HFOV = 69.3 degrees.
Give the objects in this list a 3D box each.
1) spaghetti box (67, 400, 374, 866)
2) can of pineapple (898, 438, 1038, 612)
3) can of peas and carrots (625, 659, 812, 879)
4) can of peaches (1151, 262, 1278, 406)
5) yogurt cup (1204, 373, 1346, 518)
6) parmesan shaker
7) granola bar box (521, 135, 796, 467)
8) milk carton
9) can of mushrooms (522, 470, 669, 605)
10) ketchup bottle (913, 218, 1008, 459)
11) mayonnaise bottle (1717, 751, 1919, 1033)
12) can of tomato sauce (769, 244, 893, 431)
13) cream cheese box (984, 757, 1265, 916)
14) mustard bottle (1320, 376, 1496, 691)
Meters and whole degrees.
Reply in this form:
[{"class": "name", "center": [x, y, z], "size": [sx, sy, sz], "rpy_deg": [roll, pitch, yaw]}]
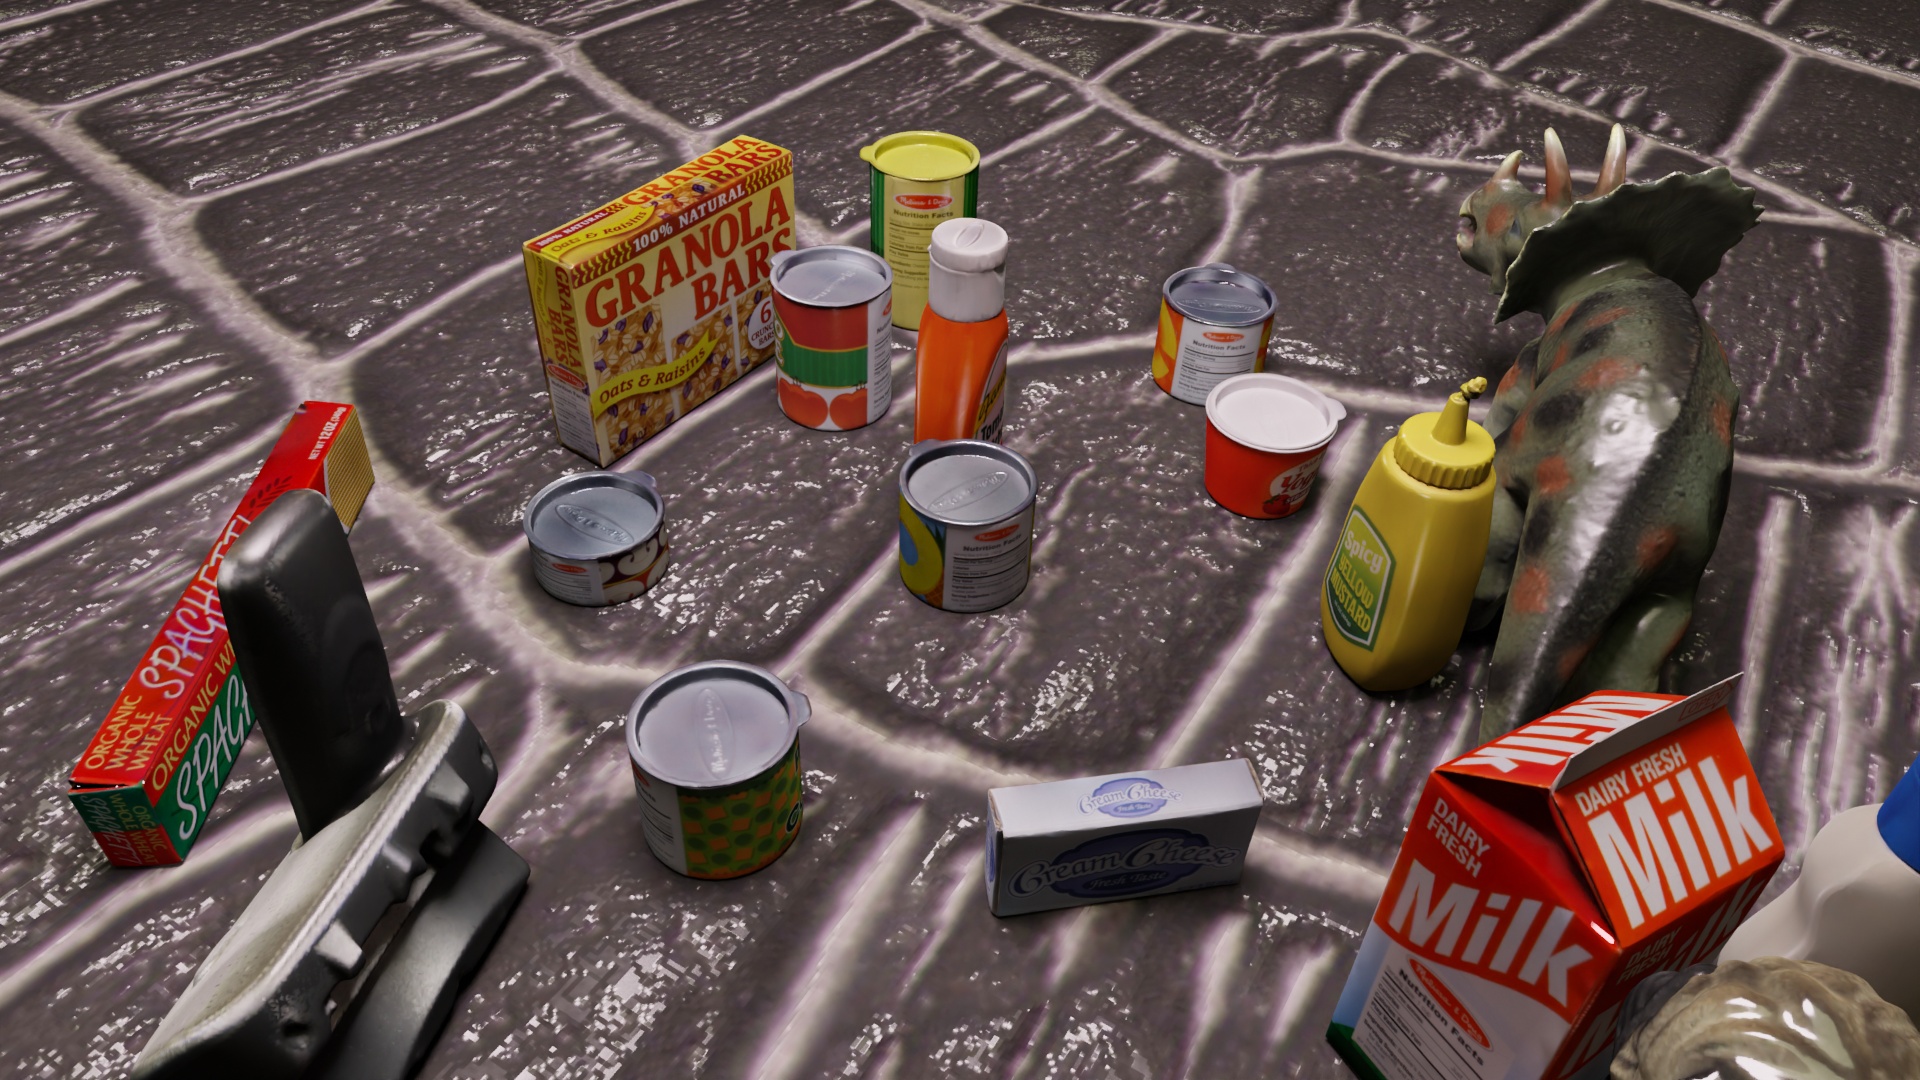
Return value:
[{"class": "spaghetti box", "center": [-0.317, 0.029, 0.617], "size": [0.029, 0.049, 0.251], "rpy_deg": [1, 40, -2]}, {"class": "can of pineapple", "center": [0.002, -0.008, 0.675], "size": [0.071, 0.057, 0.071], "rpy_deg": [2, 40, -1]}, {"class": "can of peas and carrots", "center": [-0.094, 0.090, 0.551], "size": [0.071, 0.058, 0.071], "rpy_deg": [2, 40, -1]}, {"class": "can of peaches", "center": [0.149, -0.121, 0.817], "size": [0.071, 0.057, 0.071], "rpy_deg": [2, 40, -1]}, {"class": "yogurt cup", "center": [0.160, -0.048, 0.735], "size": [0.072, 0.053, 0.073], "rpy_deg": [2, 40, -1]}, {"class": "parmesan shaker", "center": [-0.026, -0.190, 0.853], "size": [0.071, 0.102, 0.072], "rpy_deg": [2, 40, -1]}, {"class": "granola bar box", "center": [-0.157, -0.134, 0.763], "size": [0.039, 0.123, 0.166], "rpy_deg": [25, 45, 24]}, {"class": "milk carton", "center": [0.184, 0.118, 0.434], "size": [0.072, 0.189, 0.074], "rpy_deg": [-19, 45, -24]}, {"class": "can of mushrooms", "center": [-0.174, -0.003, 0.676], "size": [0.071, 0.033, 0.071], "rpy_deg": [2, 40, -1]}, {"class": "ketchup bottle", "center": [0.001, -0.087, 0.698], "size": [0.043, 0.148, 0.065], "rpy_deg": [15, 42, 14]}, {"class": "mayonnaise bottle", "center": [0.312, 0.124, 0.467], "size": [0.065, 0.147, 0.041], "rpy_deg": [17, 42, 16]}, {"class": "can of tomato sauce", "center": [-0.073, -0.113, 0.775], "size": [0.071, 0.082, 0.071], "rpy_deg": [2, 40, -1]}, {"class": "cream cheese box", "center": [0.061, 0.115, 0.536], "size": [0.104, 0.053, 0.024], "rpy_deg": [-5, 41, -9]}, {"class": "mustard bottle", "center": [0.198, -0.006, 0.605], "size": [0.049, 0.159, 0.065], "rpy_deg": [-9, 41, -13]}]
